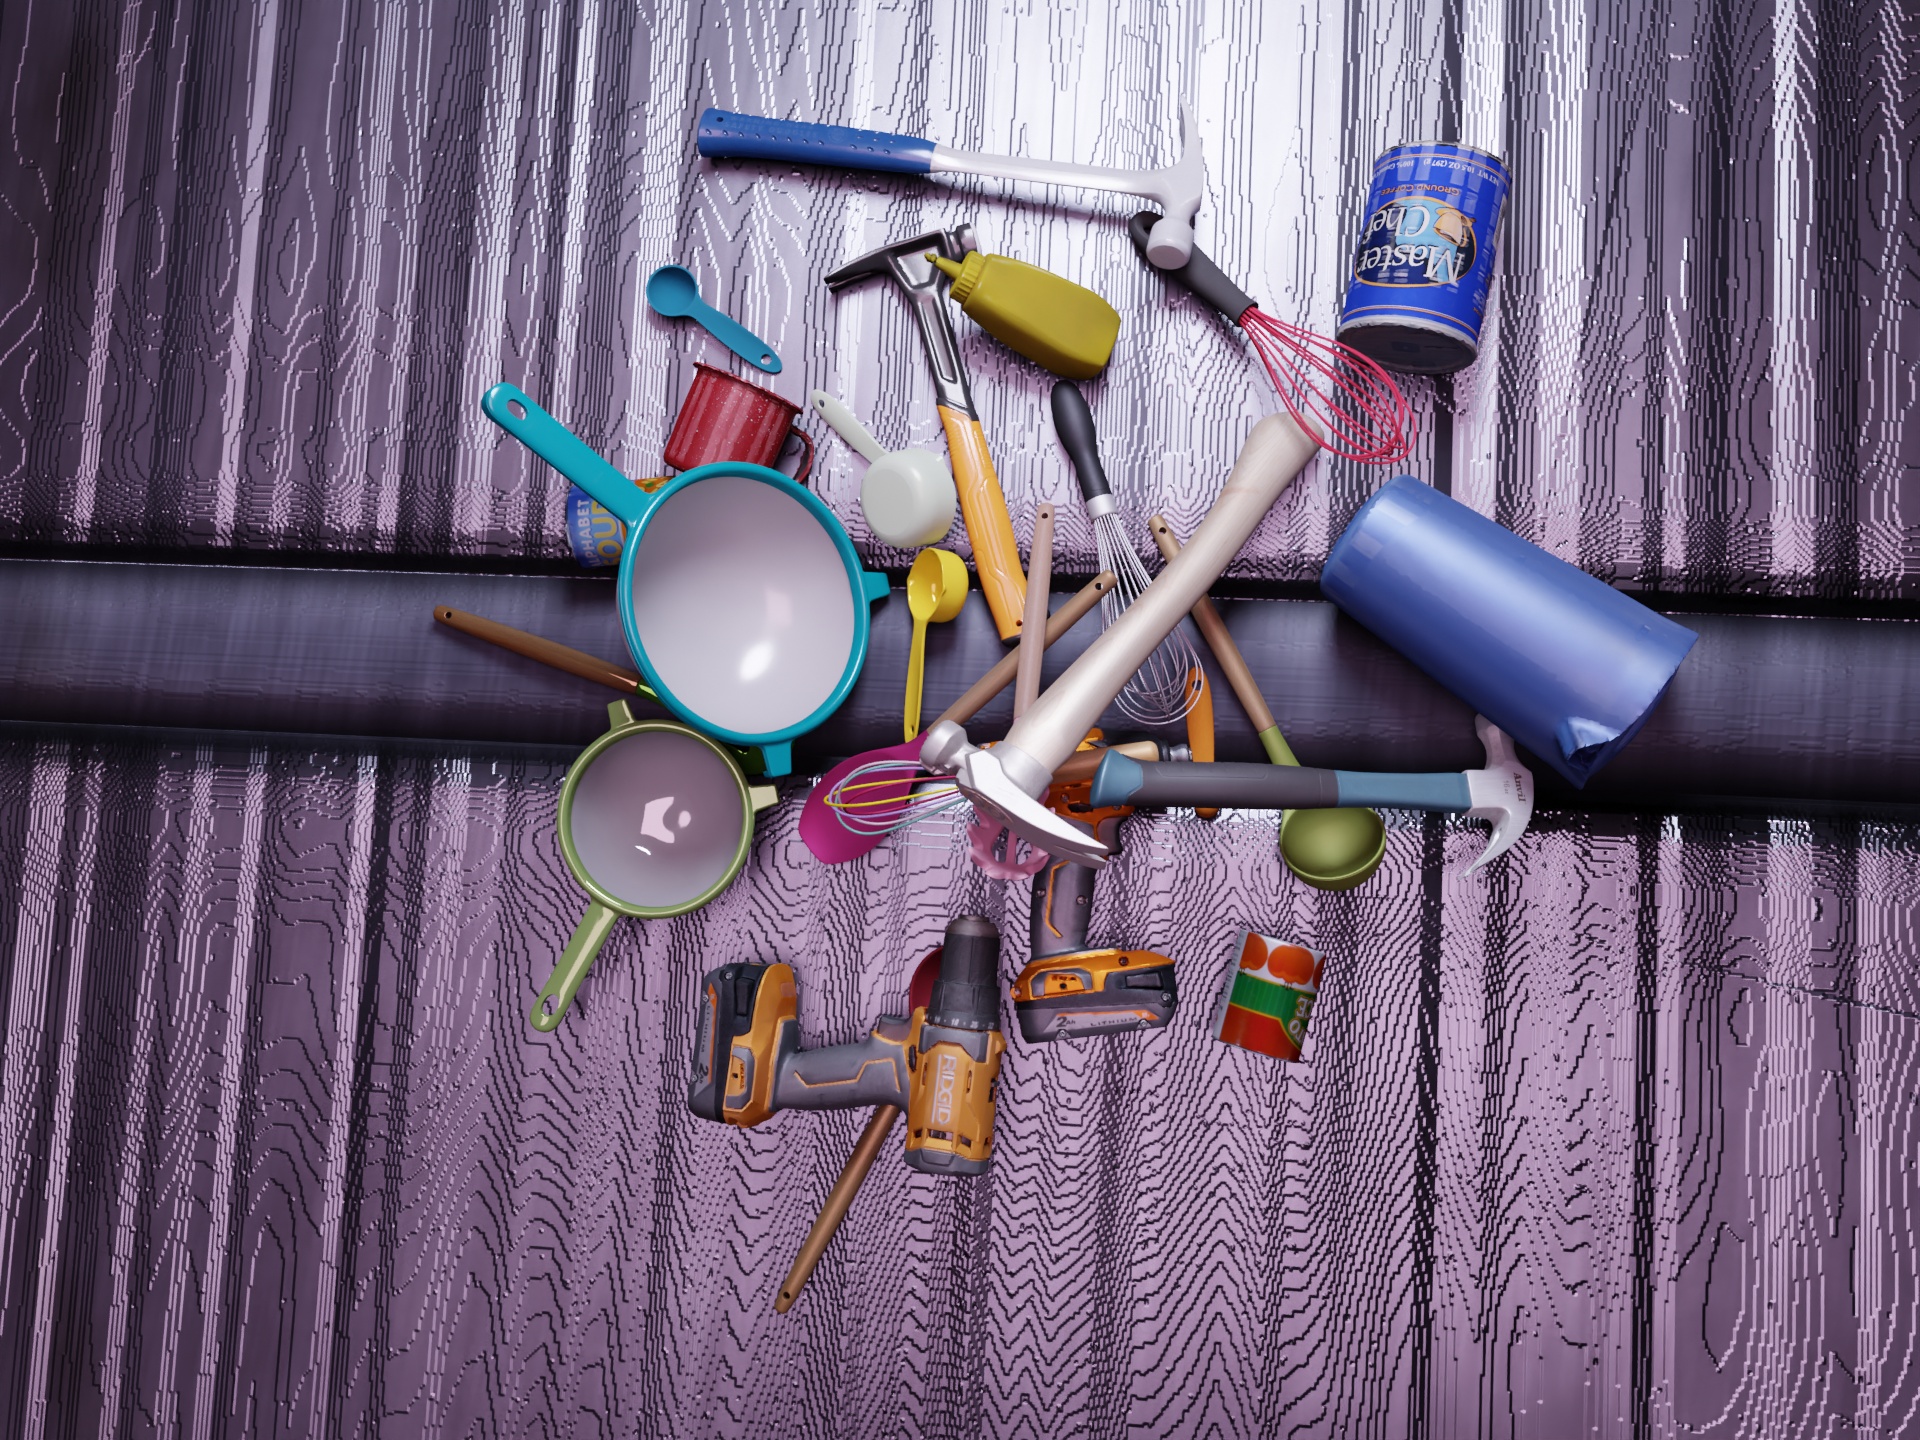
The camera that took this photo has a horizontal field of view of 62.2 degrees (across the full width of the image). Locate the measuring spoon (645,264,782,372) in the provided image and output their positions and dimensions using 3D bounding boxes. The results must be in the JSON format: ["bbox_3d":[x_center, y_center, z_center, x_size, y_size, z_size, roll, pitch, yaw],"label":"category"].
[{"bbox_3d":[-0.197,-0.320,1.287,0.128,0.021,0.042,36,89,-2],"label":"measuring spoon"}]

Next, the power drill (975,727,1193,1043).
[{"bbox_3d":[0.104,0.117,1.185,0.164,0.084,0.226,-8,80,5],"label":"power drill"}]

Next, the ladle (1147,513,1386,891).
[{"bbox_3d":[0.221,-0.019,1.198,0.078,0.062,0.320,-26,80,-3],"label":"ladle"}]

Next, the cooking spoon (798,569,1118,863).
[{"bbox_3d":[-0.002,-0.004,1.212,0.319,0.017,0.069,-42,77,12],"label":"cooking spoon"}]

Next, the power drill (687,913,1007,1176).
[{"bbox_3d":[-0.076,0.227,1.175,0.226,0.084,0.185,5,84,16],"label":"power drill"}]

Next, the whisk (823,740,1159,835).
[{"bbox_3d":[0.022,0.044,1.152,0.245,0.047,0.051,-8,75,1],"label":"whisk"}]

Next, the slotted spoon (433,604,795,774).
[{"bbox_3d":[-0.278,-0.034,1.262,0.314,0.031,0.070,20,80,8],"label":"slotted spoon"}]

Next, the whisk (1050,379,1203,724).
[{"bbox_3d":[0.119,-0.133,1.219,0.070,0.070,0.285,-17,79,4],"label":"whisk"}]

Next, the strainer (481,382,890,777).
[{"bbox_3d":[-0.223,-0.119,1.172,0.340,0.095,0.211,40,62,-26],"label":"strainer"}]

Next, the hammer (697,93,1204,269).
[{"bbox_3d":[-0.008,-0.447,1.256,0.405,0.035,0.144,10,69,10],"label":"hammer"}]

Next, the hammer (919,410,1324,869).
[{"bbox_3d":[0.151,-0.077,1.138,0.146,0.038,0.411,33,65,18],"label":"hammer"}]

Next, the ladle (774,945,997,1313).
[{"bbox_3d":[-0.062,0.312,1.210,0.069,0.031,0.315,29,90,17],"label":"ladle"}]

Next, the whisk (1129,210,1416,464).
[{"bbox_3d":[0.230,-0.295,1.204,0.073,0.073,0.296,-42,69,1],"label":"whisk"}]

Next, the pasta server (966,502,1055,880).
[{"bbox_3d":[0.049,-0.027,1.145,0.060,0.040,0.316,5,64,5],"label":"pasta server"}]

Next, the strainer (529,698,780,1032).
[{"bbox_3d":[-0.254,0.122,1.224,0.151,0.069,0.256,29,89,5],"label":"strainer"}]

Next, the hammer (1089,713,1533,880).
[{"bbox_3d":[0.254,0.047,1.141,0.331,0.033,0.128,2,65,-10],"label":"hammer"}]

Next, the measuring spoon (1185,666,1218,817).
[{"bbox_3d":[0.185,0.016,1.219,0.021,0.011,0.117,-4,85,5],"label":"measuring spoon"}]

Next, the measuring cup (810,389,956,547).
[{"bbox_3d":[-0.073,-0.201,1.238,0.168,0.038,0.083,47,128,18],"label":"measuring cup"}]

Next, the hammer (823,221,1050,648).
[{"bbox_3d":[-0.004,-0.217,1.247,0.127,0.034,0.337,-16,84,3],"label":"hammer"}]

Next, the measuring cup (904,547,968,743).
[{"bbox_3d":[-0.022,-0.055,1.235,0.029,0.062,0.156,2,100,-29],"label":"measuring cup"}]
